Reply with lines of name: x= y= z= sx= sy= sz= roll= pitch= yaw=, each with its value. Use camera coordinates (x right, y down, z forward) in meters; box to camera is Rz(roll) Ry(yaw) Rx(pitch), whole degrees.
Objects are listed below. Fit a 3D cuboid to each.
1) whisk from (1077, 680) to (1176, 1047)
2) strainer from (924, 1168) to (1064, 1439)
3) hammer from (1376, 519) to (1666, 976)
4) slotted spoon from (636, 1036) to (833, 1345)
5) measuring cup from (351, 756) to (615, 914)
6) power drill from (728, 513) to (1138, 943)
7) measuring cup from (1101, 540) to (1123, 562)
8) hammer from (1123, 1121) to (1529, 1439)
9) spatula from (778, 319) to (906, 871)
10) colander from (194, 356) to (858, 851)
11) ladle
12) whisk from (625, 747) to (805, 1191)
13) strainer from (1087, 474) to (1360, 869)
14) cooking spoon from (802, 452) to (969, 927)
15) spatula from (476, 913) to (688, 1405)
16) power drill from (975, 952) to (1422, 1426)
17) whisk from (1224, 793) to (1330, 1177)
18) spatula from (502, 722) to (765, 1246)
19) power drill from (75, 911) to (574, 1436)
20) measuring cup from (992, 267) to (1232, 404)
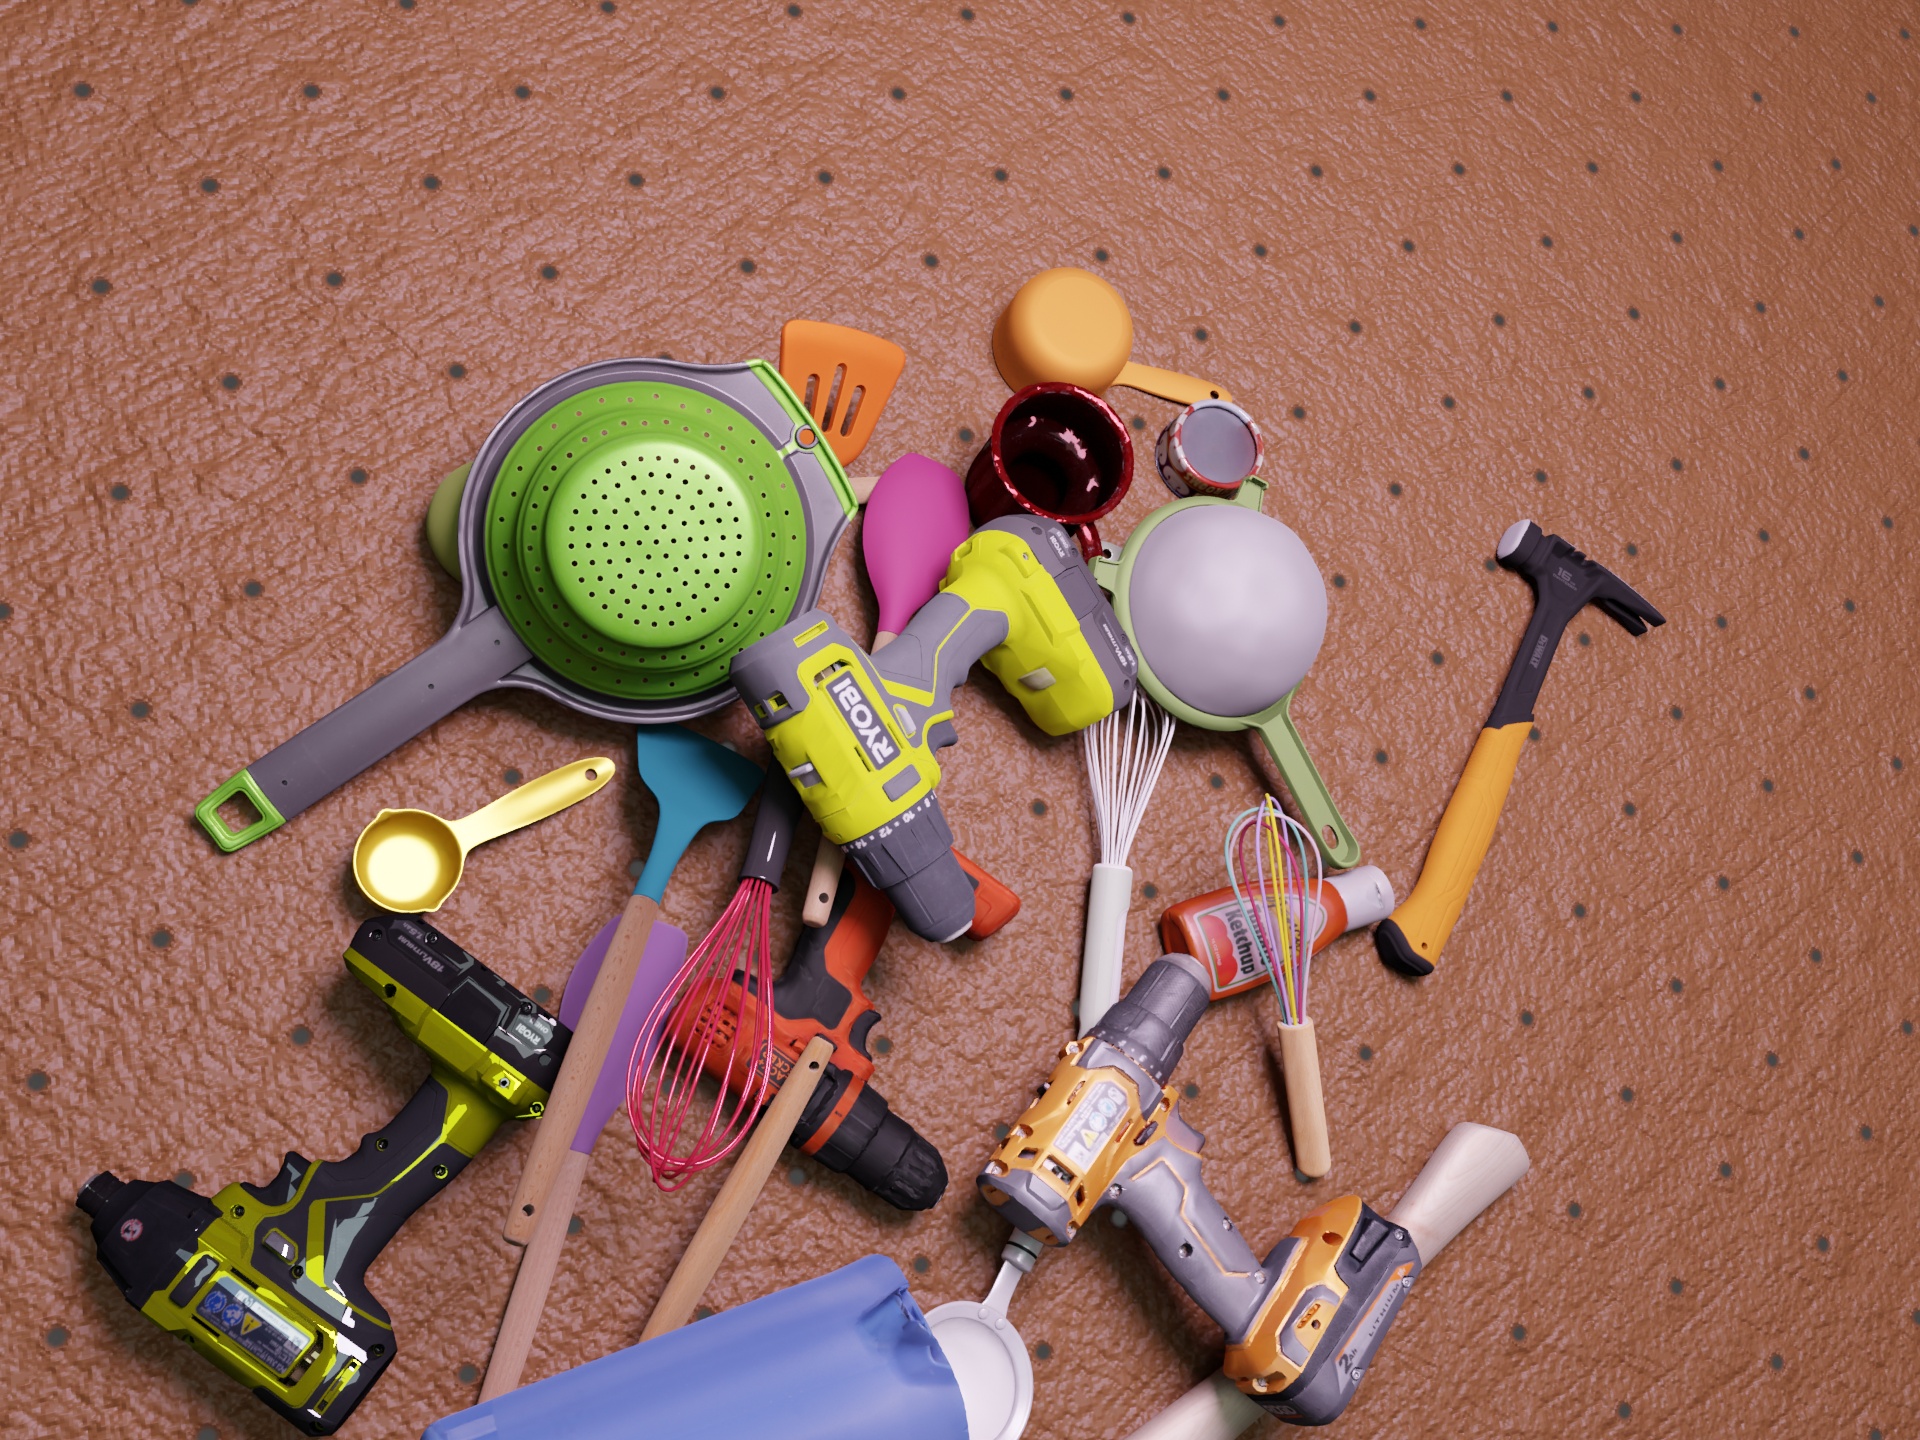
whisk: x=0.095 y=0.084 z=0.979 sx=0.059 sy=0.057 sz=0.246 roll=4 pitch=78 yaw=15
strainer: x=0.030 y=0.314 z=0.905 sx=0.087 sy=0.050 sz=0.258 roll=37 pitch=63 yaw=-12
hammer: x=0.371 y=0.026 z=1.082 sx=0.127 sy=0.034 sz=0.337 roll=32 pitch=70 yaw=-6
slotted spoon: x=-0.151 y=0.305 z=0.827 sx=0.070 sy=0.031 sz=0.314 roll=33 pitch=79 yaw=-16
measuring cup: x=-0.265 y=0.059 z=0.891 sx=0.156 sy=0.029 sz=0.062 roll=-28 pitch=88 yaw=-33
power drill: x=-0.001 y=-0.003 z=0.904 sx=0.228 sy=0.080 sz=0.190 roll=-37 pitch=99 yaw=-39
measuring cup: x=0.161 y=-0.083 z=1.041 sx=0.167 sy=0.038 sz=0.083 roll=25 pitch=71 yaw=-12
hammer: x=0.196 y=0.383 z=0.940 sx=0.410 sy=0.038 sz=0.146 roll=-32 pitch=89 yaw=-21
spatula: x=-0.090 y=-0.072 z=0.941 sx=0.081 sy=0.041 sz=0.323 roll=9 pitch=83 yaw=-28
colander: x=-0.232 y=-0.049 z=0.843 sx=0.397 sy=0.094 sz=0.204 roll=-35 pitch=103 yaw=-8
ladle: x=-0.156 y=-0.129 z=0.963 sx=0.320 sy=0.062 sz=0.078 roll=-8 pitch=79 yaw=-25
whisk: x=-0.114 y=0.105 z=0.854 sx=0.073 sy=0.073 sz=0.296 roll=20 pitch=61 yaw=-11
strainer: x=0.196 y=-0.025 z=0.978 sx=0.151 sy=0.069 sz=0.256 roll=-29 pitch=93 yaw=-26
cooking spoon: x=-0.048 y=-0.027 z=0.938 sx=0.068 sy=0.017 sz=0.319 roll=23 pitch=62 yaw=-19
spatula: x=-0.217 y=0.257 z=0.855 sx=0.059 sy=0.018 sz=0.316 roll=18 pitch=71 yaw=-10
power drill: x=0.146 y=0.258 z=0.903 sx=0.226 sy=0.084 sz=0.185 roll=38 pitch=64 yaw=4
whisk: x=0.197 y=0.162 z=0.954 sx=0.051 sy=0.047 sz=0.245 roll=-15 pitch=103 yaw=-22
spatula: x=-0.175 y=0.122 z=0.831 sx=0.082 sy=0.044 sz=0.318 roll=27 pitch=51 yaw=-15
power drill: x=-0.314 y=0.215 z=0.805 sx=0.171 sy=0.080 sz=0.223 roll=36 pitch=72 yaw=1
measuring cup: x=0.110 y=-0.245 z=1.058 sx=0.173 sy=0.052 sz=0.095 roll=13 pitch=73 yaw=-11
